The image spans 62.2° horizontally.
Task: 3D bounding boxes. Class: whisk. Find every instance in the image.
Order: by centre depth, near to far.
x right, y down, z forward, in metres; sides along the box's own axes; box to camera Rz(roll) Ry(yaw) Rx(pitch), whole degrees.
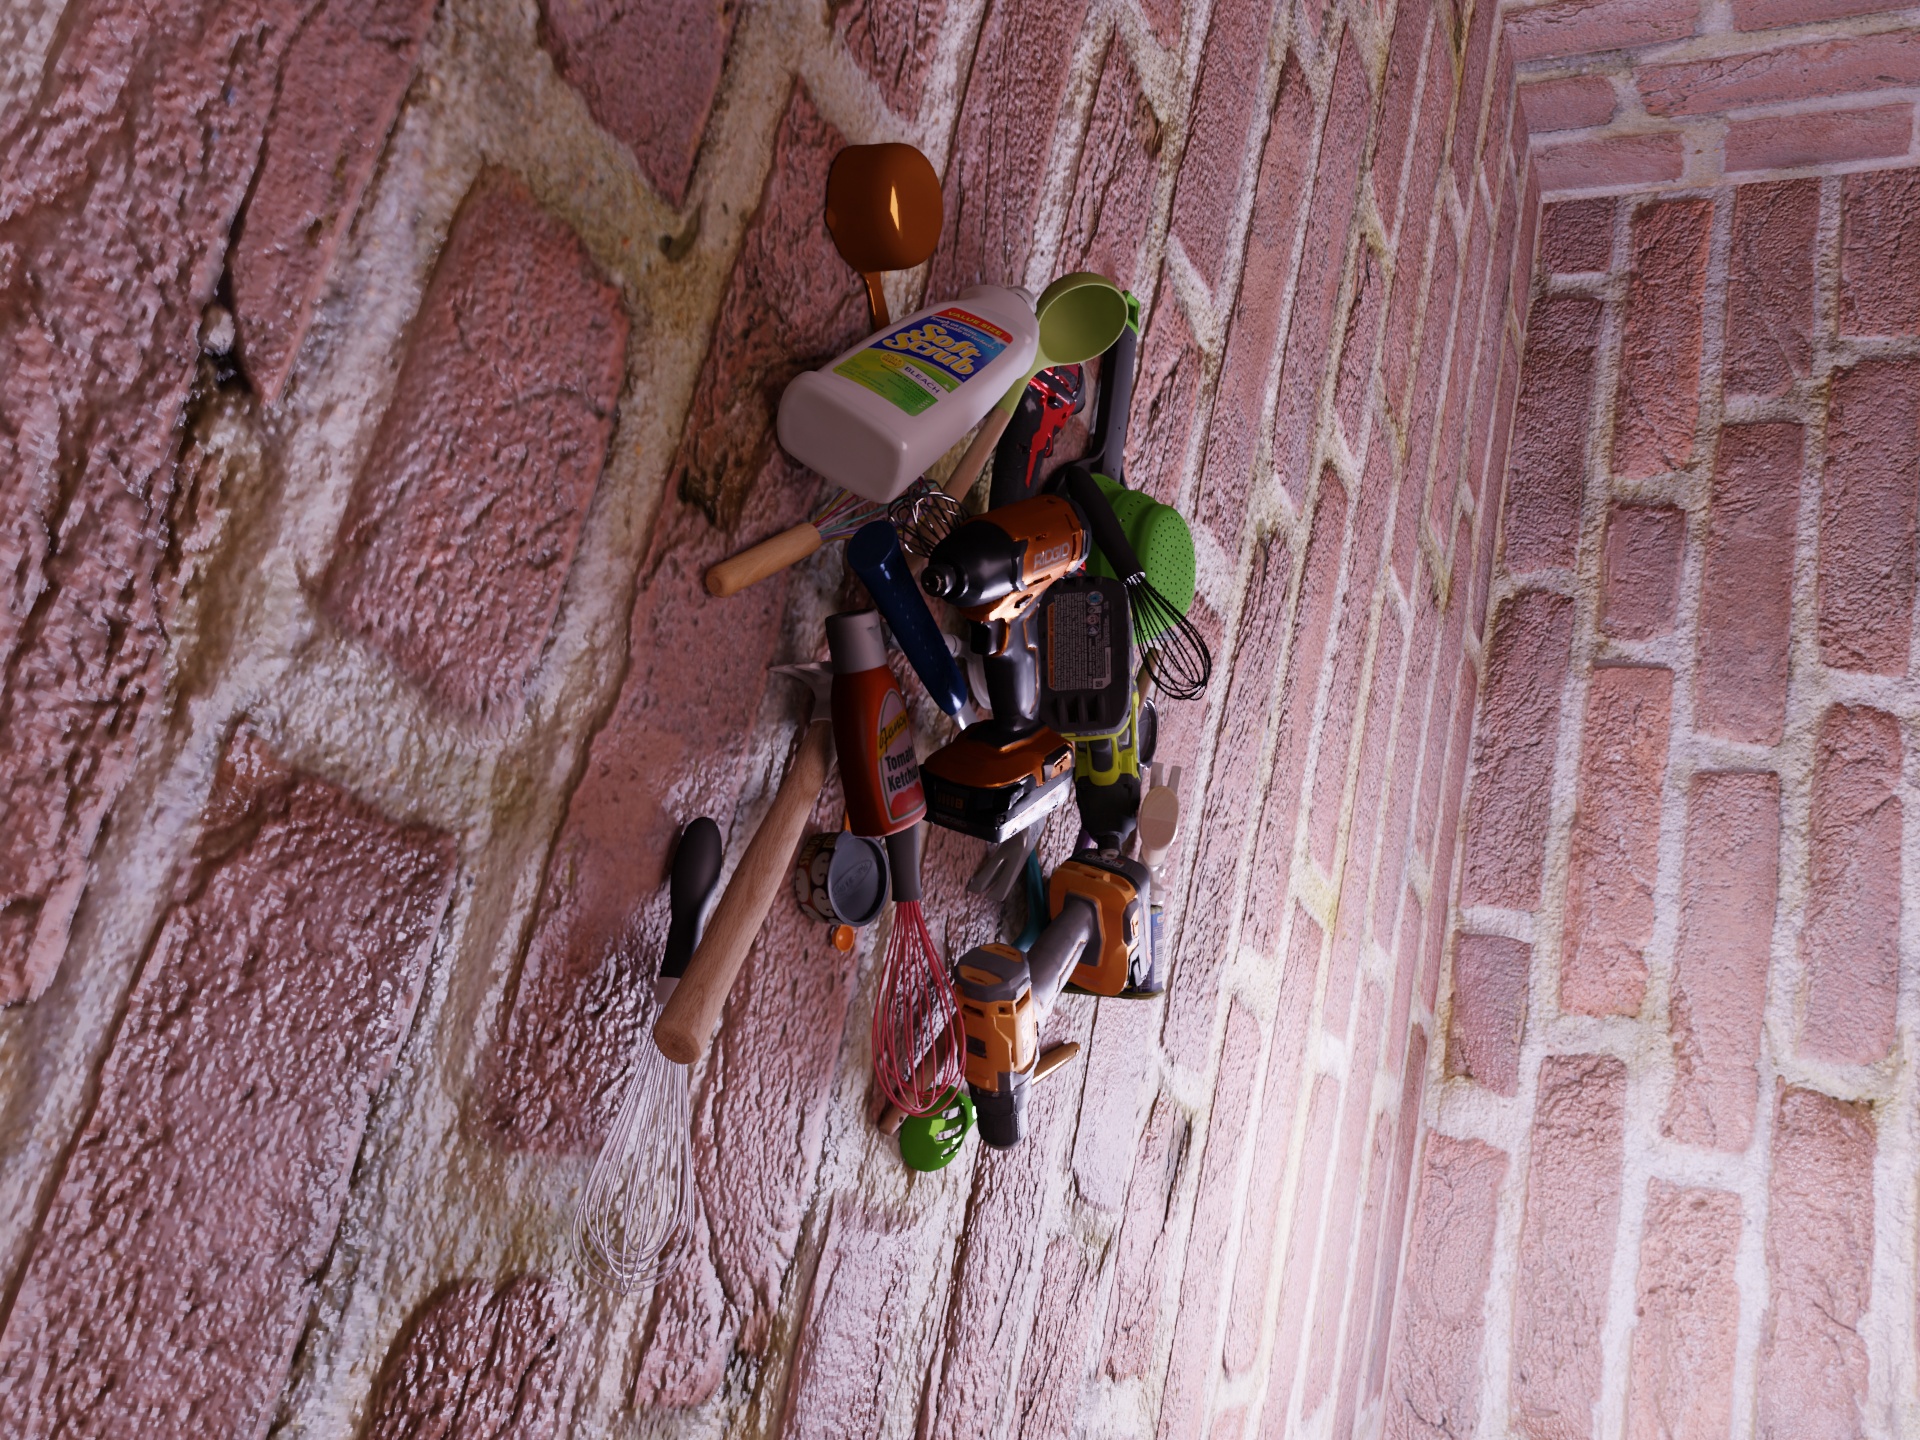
[{"bbox_3d":[-0.176,0.195,0.952,0.070,0.070,0.285,35,58,-57],"label":"whisk"},{"bbox_3d":[-0.089,-0.129,1.087,0.245,0.051,0.047,-37,130,-51],"label":"whisk"},{"bbox_3d":[0.004,-0.117,1.181,0.246,0.058,0.059,42,38,-66],"label":"whisk"},{"bbox_3d":[-0.039,0.153,1.192,0.073,0.073,0.296,-11,97,-60],"label":"whisk"},{"bbox_3d":[0.146,-0.119,1.350,0.055,0.055,0.239,14,46,-61],"label":"whisk"}]

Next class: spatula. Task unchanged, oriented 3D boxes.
[{"bbox_3d":[0.011,0.224,1.329,0.317,0.044,0.082,-49,136,-41],"label":"spatula"},{"bbox_3d":[0.125,0.079,1.460,0.059,0.018,0.316,98,13,-81],"label":"spatula"}]

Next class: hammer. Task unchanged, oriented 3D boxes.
[{"bbox_3d":[-0.120,0.079,1.010,0.331,0.031,0.130,-68,145,-49],"label":"hammer"},{"bbox_3d":[-0.002,-0.004,1.211,0.144,0.035,0.405,-63,150,-23],"label":"hammer"},{"bbox_3d":[0.182,0.088,1.454,0.410,0.038,0.146,55,44,-79],"label":"hammer"}]

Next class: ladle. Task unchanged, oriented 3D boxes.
[{"bbox_3d":[0.029,-0.209,1.205,0.320,0.062,0.078,-59,146,-15],"label":"ladle"}]

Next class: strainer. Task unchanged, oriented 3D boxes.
[{"bbox_3d":[-0.003,-0.056,1.254,0.258,0.050,0.087,6,85,-58],"label":"strainer"}]

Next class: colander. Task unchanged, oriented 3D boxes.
[{"bbox_3d":[0.163,-0.217,1.466,0.204,0.094,0.397,26,68,-53],"label":"colander"}]

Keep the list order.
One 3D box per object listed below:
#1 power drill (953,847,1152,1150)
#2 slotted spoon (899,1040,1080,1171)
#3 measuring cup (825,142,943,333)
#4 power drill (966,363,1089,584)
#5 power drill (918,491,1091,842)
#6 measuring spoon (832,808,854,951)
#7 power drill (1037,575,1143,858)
[{"bbox_3d":[0.074,0.231,1.316,0.226,0.084,0.185,-38,132,-45],"label":"power drill"},{"bbox_3d":[0.038,0.321,1.382,0.313,0.031,0.070,-7,99,-62],"label":"slotted spoon"},{"bbox_3d":[-0.043,-0.323,1.136,0.095,0.052,0.173,-40,126,-53],"label":"measuring cup"},{"bbox_3d":[0.061,-0.210,1.318,0.143,0.078,0.220,19,73,-60],"label":"power drill"},{"bbox_3d":[0.022,-0.036,1.109,0.164,0.084,0.226,-26,125,-52],"label":"power drill"},{"bbox_3d":[-0.083,0.109,1.158,0.021,0.011,0.117,14,77,-51],"label":"measuring spoon"},{"bbox_3d":[0.112,-0.001,1.302,0.223,0.080,0.171,68,21,-59],"label":"power drill"}]
